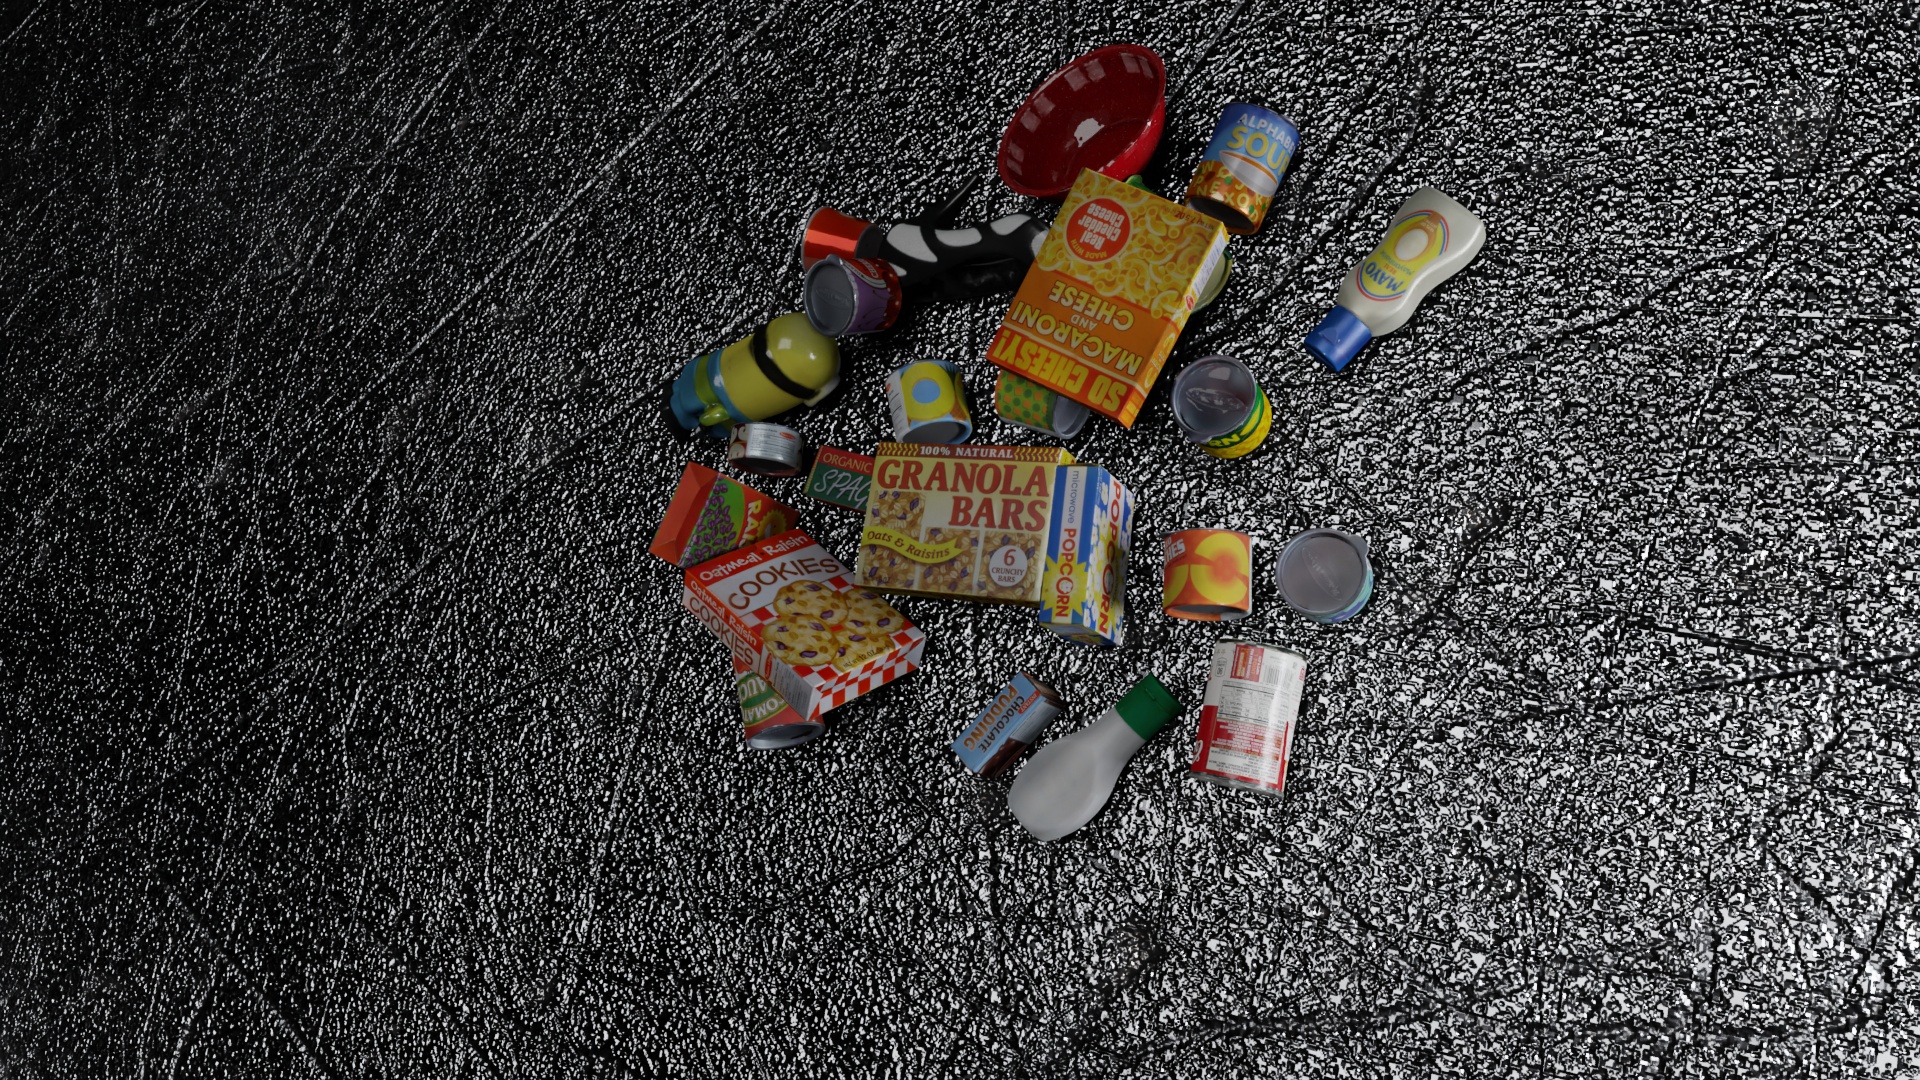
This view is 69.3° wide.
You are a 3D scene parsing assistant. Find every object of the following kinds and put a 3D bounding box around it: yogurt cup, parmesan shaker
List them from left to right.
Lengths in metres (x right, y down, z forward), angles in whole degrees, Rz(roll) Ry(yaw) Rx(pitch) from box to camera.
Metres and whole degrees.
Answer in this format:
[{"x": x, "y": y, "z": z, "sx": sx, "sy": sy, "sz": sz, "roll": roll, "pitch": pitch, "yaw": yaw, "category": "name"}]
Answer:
[{"x": -0.106, "y": -0.266, "z": 1.262, "sx": 0.054, "sy": 0.072, "sz": 0.072, "roll": 16, "pitch": 83, "yaw": 20, "category": "yogurt cup"}, {"x": 0.162, "y": -0.238, "z": 1.121, "sx": 0.071, "sy": 0.071, "sz": 0.103, "roll": -48, "pitch": 61, "yaw": 6, "category": "parmesan shaker"}]

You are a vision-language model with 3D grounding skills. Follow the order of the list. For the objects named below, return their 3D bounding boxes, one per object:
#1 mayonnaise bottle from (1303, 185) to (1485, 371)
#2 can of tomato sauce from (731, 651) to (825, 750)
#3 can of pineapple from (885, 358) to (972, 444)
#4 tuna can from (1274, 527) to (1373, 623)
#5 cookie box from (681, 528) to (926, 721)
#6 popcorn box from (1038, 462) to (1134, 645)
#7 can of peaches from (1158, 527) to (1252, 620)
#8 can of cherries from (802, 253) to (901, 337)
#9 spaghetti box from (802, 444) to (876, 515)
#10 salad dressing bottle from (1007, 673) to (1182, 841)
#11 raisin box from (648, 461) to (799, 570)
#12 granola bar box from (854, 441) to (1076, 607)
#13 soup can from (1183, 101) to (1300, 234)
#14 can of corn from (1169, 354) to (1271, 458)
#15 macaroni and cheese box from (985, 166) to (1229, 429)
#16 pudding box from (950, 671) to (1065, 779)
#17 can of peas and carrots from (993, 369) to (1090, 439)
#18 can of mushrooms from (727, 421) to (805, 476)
[{"x": 0.323, "y": -0.193, "z": 1.048, "sx": 0.148, "sy": 0.041, "sz": 0.065, "roll": -47, "pitch": 63, "yaw": 6, "category": "mayonnaise bottle"}, {"x": -0.155, "y": 0.126, "z": 1.167, "sx": 0.071, "sy": 0.071, "sz": 0.083, "roll": -22, "pitch": 67, "yaw": 19, "category": "can of tomato sauce"}, {"x": -0.025, "y": -0.114, "z": 1.178, "sx": 0.071, "sy": 0.071, "sz": 0.058, "roll": -19, "pitch": 69, "yaw": 20, "category": "can of pineapple"}, {"x": 0.268, "y": 0.025, "z": 1.016, "sx": 0.071, "sy": 0.033, "sz": 0.071, "roll": -7, "pitch": 73, "yaw": 24, "category": "tuna can"}, {"x": -0.131, "y": 0.063, "z": 1.146, "sx": 0.168, "sy": 0.123, "sz": 0.040, "roll": 38, "pitch": 131, "yaw": 29, "category": "cookie box"}, {"x": 0.099, "y": 0.012, "z": 1.071, "sx": 0.038, "sy": 0.085, "sz": 0.127, "roll": 1, "pitch": 76, "yaw": 25, "category": "popcorn box"}, {"x": 0.182, "y": 0.026, "z": 1.036, "sx": 0.071, "sy": 0.071, "sz": 0.058, "roll": -3, "pitch": 75, "yaw": 25, "category": "can of peaches"}, {"x": -0.093, "y": -0.214, "z": 1.202, "sx": 0.071, "sy": 0.058, "sz": 0.071, "roll": 13, "pitch": 109, "yaw": 42, "category": "can of cherries"}, {"x": -0.020, "y": -0.032, "z": 1.172, "sx": 0.250, "sy": 0.028, "sz": 0.050, "roll": 15, "pitch": 82, "yaw": 28, "category": "spaghetti box"}, {"x": 0.103, "y": 0.163, "z": 1.050, "sx": 0.147, "sy": 0.044, "sz": 0.064, "roll": -44, "pitch": 60, "yaw": 7, "category": "salad dressing bottle"}, {"x": -0.201, "y": -0.008, "z": 1.198, "sx": 0.040, "sy": 0.123, "sz": 0.086, "roll": 21, "pitch": 85, "yaw": 30, "category": "raisin box"}, {"x": 0.004, "y": -0.014, "z": 1.116, "sx": 0.165, "sy": 0.039, "sz": 0.124, "roll": 4, "pitch": 79, "yaw": 27, "category": "granola bar box"}, {"x": 0.225, "y": -0.296, "z": 1.108, "sx": 0.071, "sy": 0.071, "sz": 0.084, "roll": 23, "pitch": 87, "yaw": 29, "category": "soup can"}, {"x": 0.200, "y": -0.100, "z": 1.069, "sx": 0.071, "sy": 0.058, "sz": 0.071, "roll": -7, "pitch": 73, "yaw": 24, "category": "can of corn"}, {"x": 0.113, "y": -0.186, "z": 1.068, "sx": 0.124, "sy": 0.040, "sz": 0.166, "roll": 28, "pitch": 91, "yaw": 21, "category": "macaroni and cheese box"}, {"x": 0.037, "y": 0.145, "z": 1.082, "sx": 0.083, "sy": 0.049, "sz": 0.030, "roll": -48, "pitch": 60, "yaw": 6, "category": "pudding box"}, {"x": 0.069, "y": -0.124, "z": 1.134, "sx": 0.059, "sy": 0.071, "sz": 0.071, "roll": 18, "pitch": 84, "yaw": 29, "category": "can of peas and carrots"}, {"x": -0.174, "y": -0.080, "z": 1.241, "sx": 0.071, "sy": 0.071, "sz": 0.033, "roll": -1, "pitch": 77, "yaw": 26, "category": "can of mushrooms"}]
